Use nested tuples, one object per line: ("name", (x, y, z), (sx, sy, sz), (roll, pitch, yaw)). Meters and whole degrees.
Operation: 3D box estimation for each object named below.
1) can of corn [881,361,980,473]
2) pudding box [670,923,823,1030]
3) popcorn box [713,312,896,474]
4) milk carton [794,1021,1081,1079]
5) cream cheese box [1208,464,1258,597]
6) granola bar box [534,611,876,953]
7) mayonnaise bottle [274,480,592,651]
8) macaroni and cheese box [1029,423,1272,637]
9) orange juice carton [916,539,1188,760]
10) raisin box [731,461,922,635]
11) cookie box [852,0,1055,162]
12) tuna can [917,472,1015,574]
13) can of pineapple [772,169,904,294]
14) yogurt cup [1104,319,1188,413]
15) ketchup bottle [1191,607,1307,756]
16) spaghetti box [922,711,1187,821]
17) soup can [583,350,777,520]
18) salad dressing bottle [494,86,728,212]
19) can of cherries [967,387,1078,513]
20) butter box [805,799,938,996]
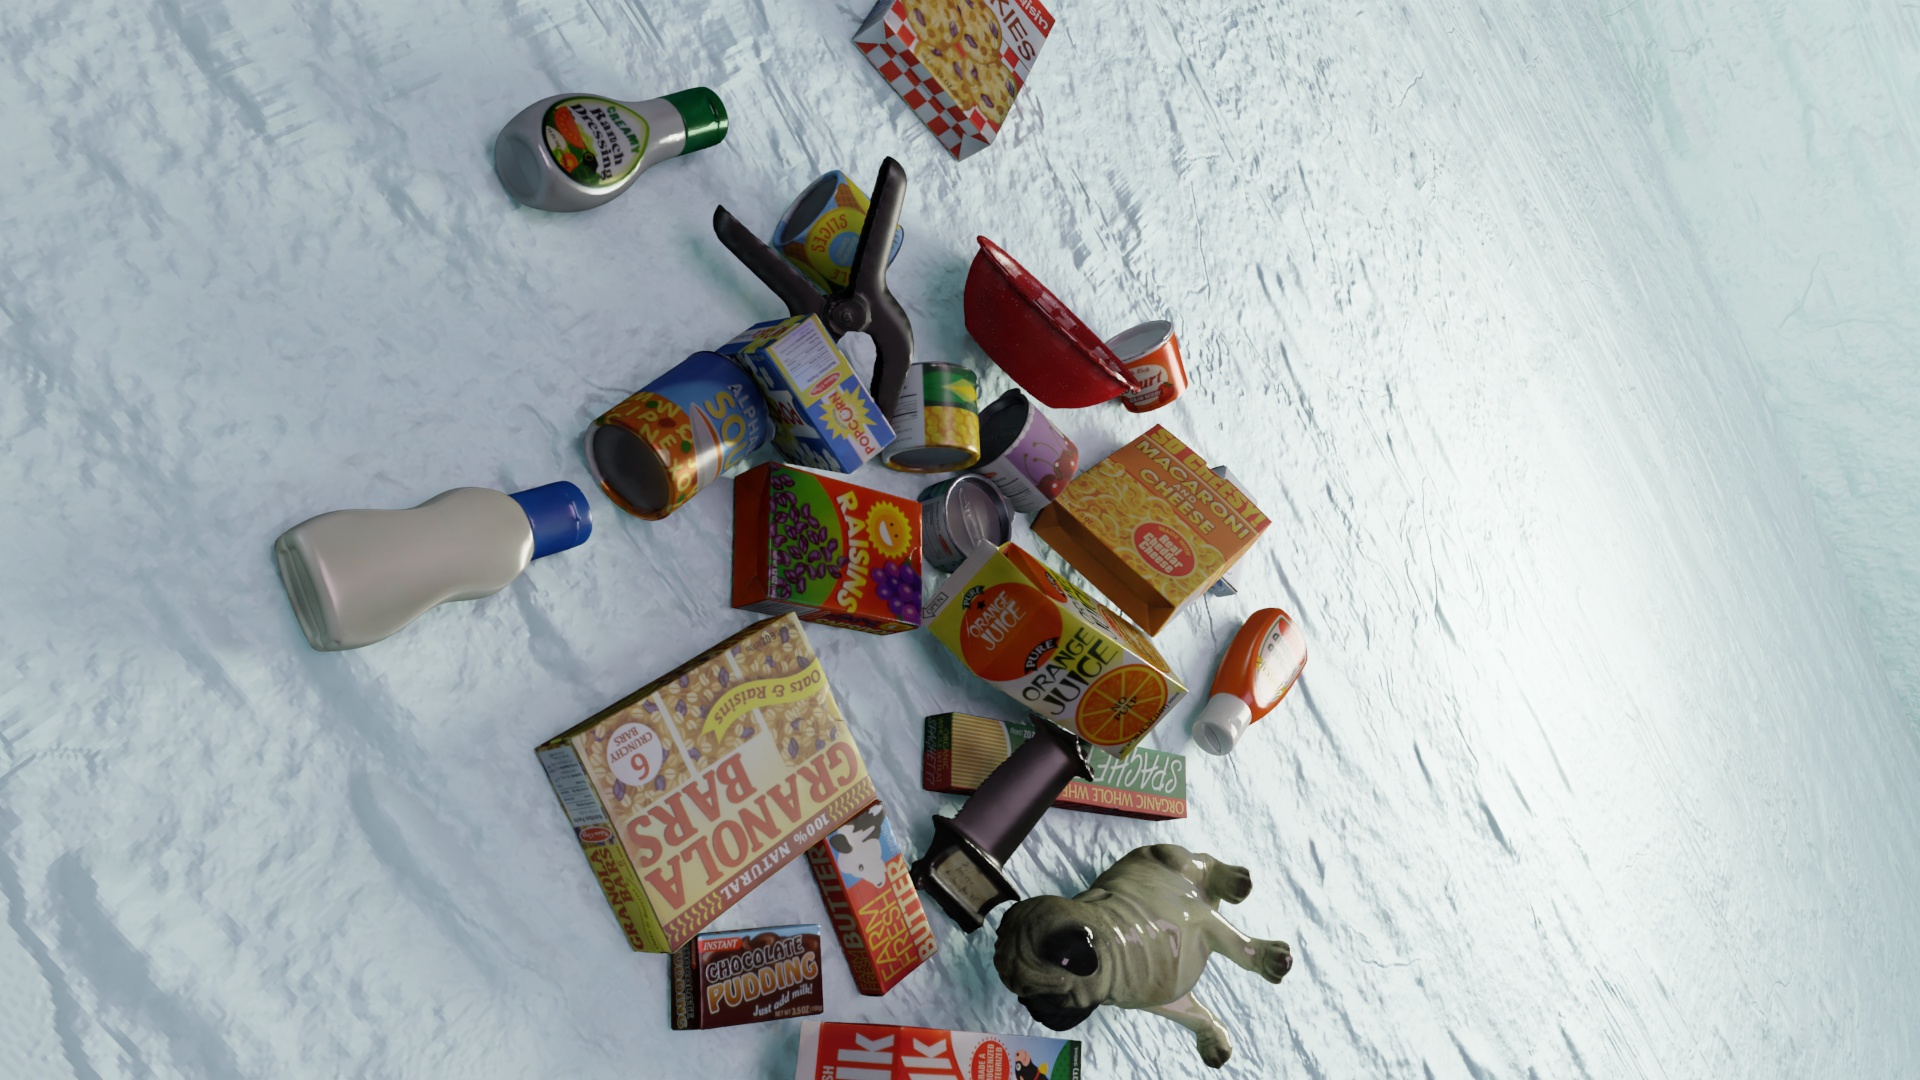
("can of corn", (-0.019, -0.081, 0.929), (0.071, 0.071, 0.058), (11, 71, -43))
("pudding box", (-0.116, 0.237, 0.756), (0.084, 0.030, 0.050), (11, 69, -44))
("popcorn box", (-0.094, -0.085, 0.812), (0.038, 0.126, 0.085), (-38, 108, -15))
("milk carton", (-0.020, 0.317, 0.796), (0.190, 0.073, 0.072), (22, 63, -39))
("cream cheese box", (0.222, -0.008, 1.182), (0.053, 0.024, 0.104), (41, 51, -29))
("granola bar box", (-0.133, 0.128, 0.767), (0.166, 0.039, 0.124), (-31, 100, -46))
("mayonnaise bottle", (-0.252, 0.005, 0.684), (0.149, 0.041, 0.064), (-22, 95, -48))
("macaroni and cheese box", (0.150, -0.013, 1.058), (0.124, 0.040, 0.167), (43, 42, 13))
("orange juice carton", (0.058, 0.068, 0.937), (0.192, 0.071, 0.073), (34, 14, -34))
("raisin box", (-0.080, 0.007, 0.859), (0.123, 0.040, 0.086), (15, 66, -43))
("cookie box", (-0.001, -0.392, 1.067), (0.122, 0.040, 0.168), (43, 51, -28))
("tuna can", (0.003, -0.012, 0.954), (0.071, 0.032, 0.071), (16, 67, -42))
("can of pineapple", (-0.079, -0.197, 0.903), (0.058, 0.071, 0.071), (38, 53, -30))
("yogurt cup", (0.149, -0.139, 1.122), (0.073, 0.072, 0.053), (-50, 121, -42))
("ketchup bottle", (0.236, 0.119, 1.143), (0.149, 0.043, 0.064), (-44, 109, -43))
("spaghetti box", (0.074, 0.162, 0.974), (0.250, 0.028, 0.050), (17, 67, -41))
("soup can", (-0.156, -0.058, 0.779), (0.084, 0.071, 0.071), (-45, 110, -43))
("salad dressing bottle", (-0.199, -0.234, 0.811), (0.148, 0.044, 0.064), (-36, 105, -45))
("can of cherries", (0.043, -0.064, 0.985), (0.058, 0.071, 0.072), (40, 52, -30))
("butter box", (-0.054, 0.213, 0.831), (0.053, 0.024, 0.103), (-24, 95, -47))
